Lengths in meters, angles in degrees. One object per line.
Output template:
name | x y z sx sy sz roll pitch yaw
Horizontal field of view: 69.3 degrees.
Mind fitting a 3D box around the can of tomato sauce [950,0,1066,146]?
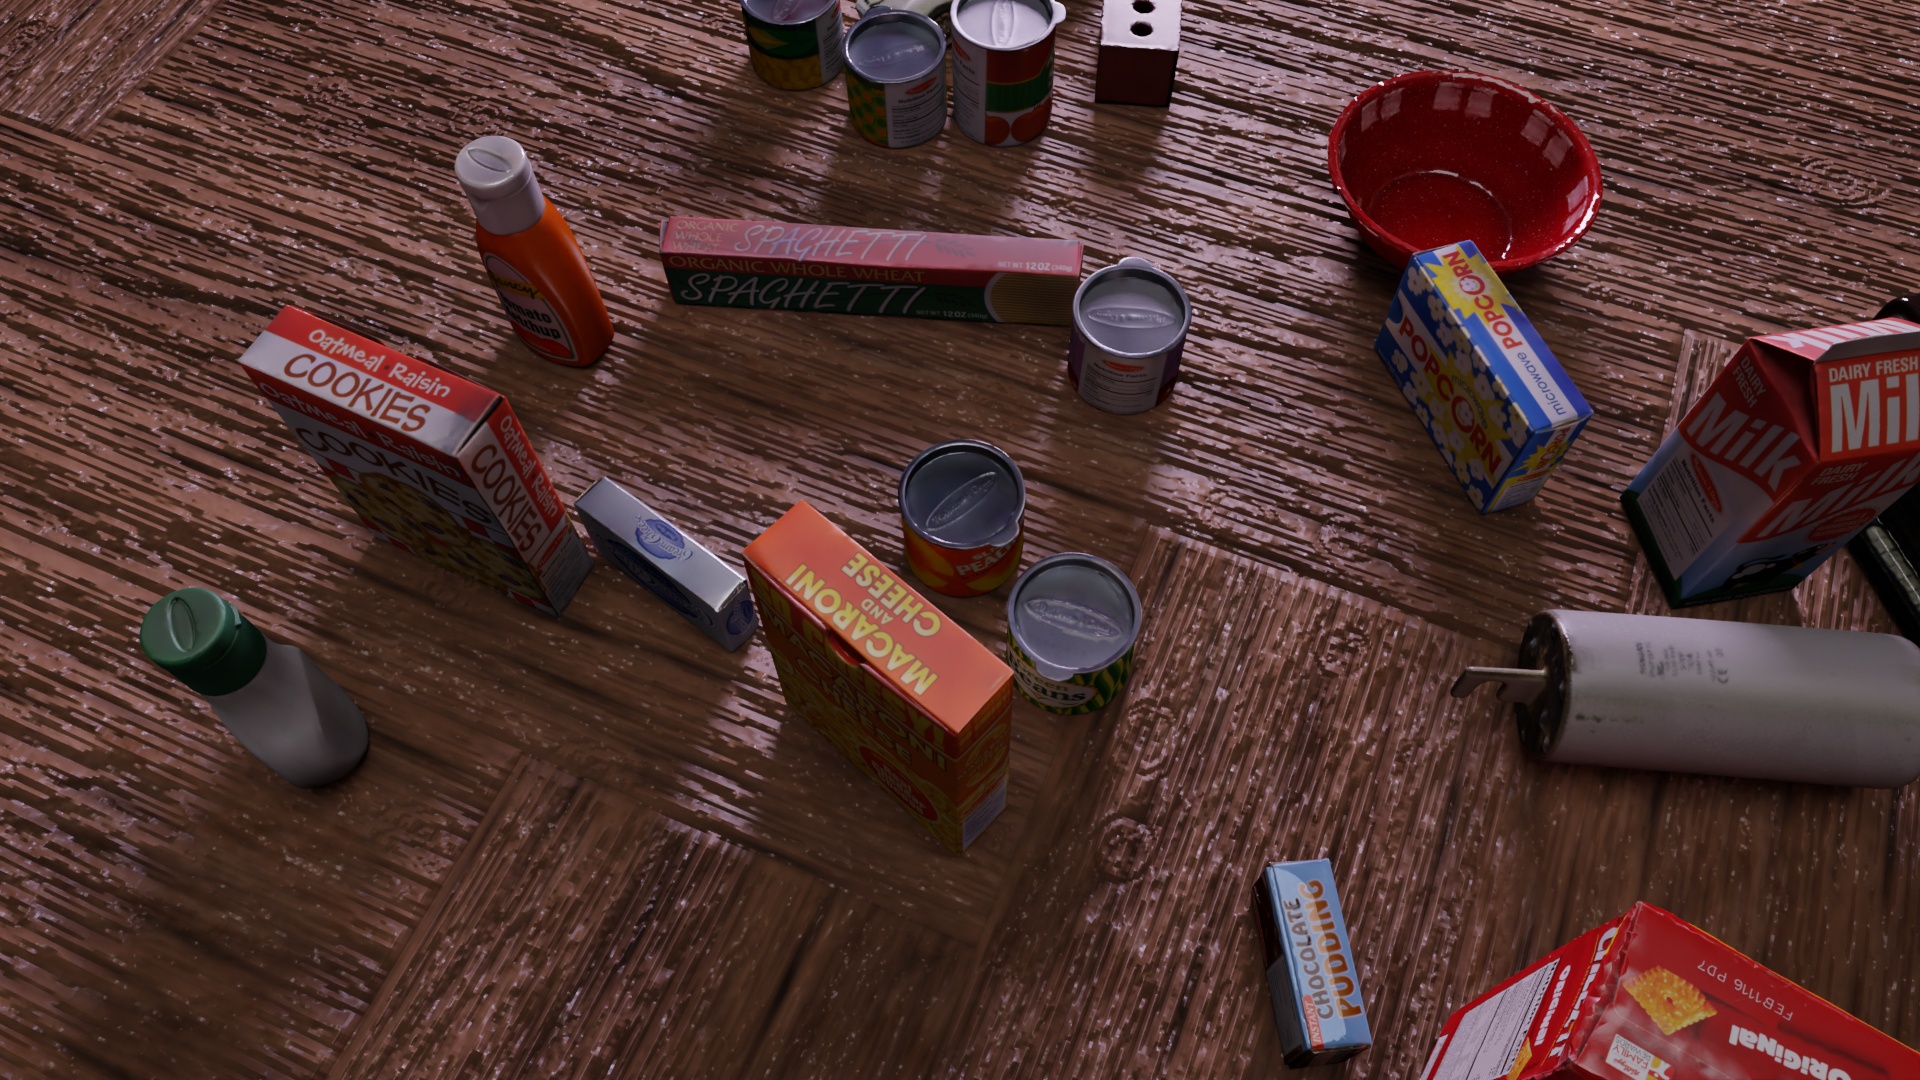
can of tomato sauce | 0.029 -0.305 0.888 0.071 0.082 0.071 0 61 1

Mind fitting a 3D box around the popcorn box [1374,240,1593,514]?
popcorn box | 0.283 -0.089 0.763 0.038 0.085 0.127 -18 62 -9

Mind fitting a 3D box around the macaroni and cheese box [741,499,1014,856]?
macaroni and cheese box | -0.034 0.069 0.633 0.124 0.165 0.040 38 68 19

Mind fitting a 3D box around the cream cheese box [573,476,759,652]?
cream cheese box | -0.153 0.013 0.730 0.104 0.053 0.024 34 67 18

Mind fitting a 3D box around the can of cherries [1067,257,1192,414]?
can of cherries | 0.096 -0.117 0.796 0.071 0.058 0.072 0 61 1

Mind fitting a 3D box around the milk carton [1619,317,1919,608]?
milk carton | 0.406 -0.044 0.676 0.072 0.189 0.074 -9 61 -4

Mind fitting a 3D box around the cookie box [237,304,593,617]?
cookie box | -0.263 -0.035 0.693 0.123 0.166 0.040 22 64 12

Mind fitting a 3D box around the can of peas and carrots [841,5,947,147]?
can of peas and carrots | -0.042 -0.300 0.900 0.071 0.058 0.071 0 61 1

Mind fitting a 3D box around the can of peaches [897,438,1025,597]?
can of peaches | 0.003 -0.009 0.738 0.071 0.057 0.071 0 61 1

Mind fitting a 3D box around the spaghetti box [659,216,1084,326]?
spaghetti box | -0.053 -0.160 0.827 0.250 0.050 0.029 4 61 3

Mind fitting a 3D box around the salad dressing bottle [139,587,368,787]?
salad dressing bottle | -0.326 0.069 0.647 0.044 0.147 0.064 -24 63 -12

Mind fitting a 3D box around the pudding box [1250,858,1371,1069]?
pudding box | 0.157 0.191 0.629 0.030 0.049 0.084 -6 61 -2

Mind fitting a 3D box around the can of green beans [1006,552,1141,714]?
can of green beans | 0.056 0.048 0.705 0.071 0.057 0.071 0 61 1

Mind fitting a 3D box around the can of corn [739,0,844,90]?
can of corn | -0.114 -0.345 0.926 0.071 0.058 0.071 0 61 1

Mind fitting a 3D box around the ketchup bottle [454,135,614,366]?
ketchup bottle | -0.239 -0.159 0.773 0.065 0.148 0.044 26 65 14
